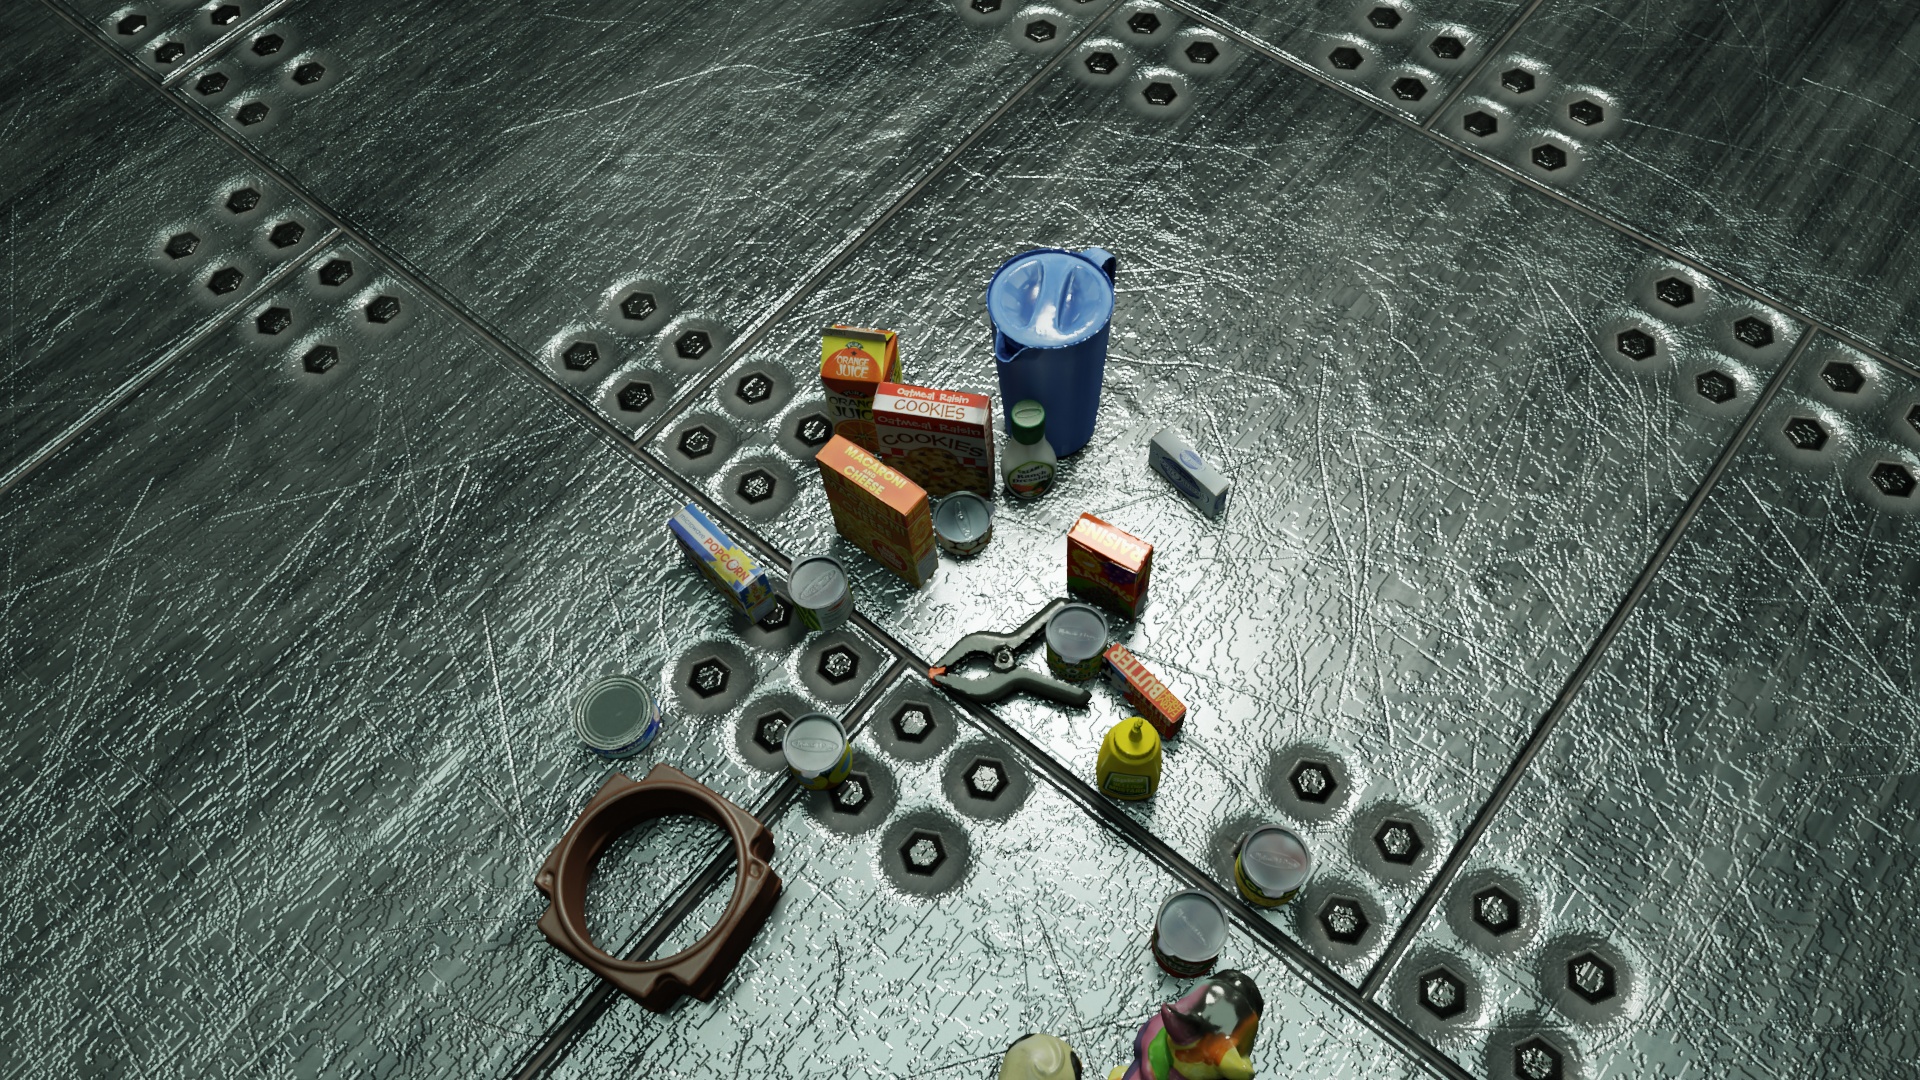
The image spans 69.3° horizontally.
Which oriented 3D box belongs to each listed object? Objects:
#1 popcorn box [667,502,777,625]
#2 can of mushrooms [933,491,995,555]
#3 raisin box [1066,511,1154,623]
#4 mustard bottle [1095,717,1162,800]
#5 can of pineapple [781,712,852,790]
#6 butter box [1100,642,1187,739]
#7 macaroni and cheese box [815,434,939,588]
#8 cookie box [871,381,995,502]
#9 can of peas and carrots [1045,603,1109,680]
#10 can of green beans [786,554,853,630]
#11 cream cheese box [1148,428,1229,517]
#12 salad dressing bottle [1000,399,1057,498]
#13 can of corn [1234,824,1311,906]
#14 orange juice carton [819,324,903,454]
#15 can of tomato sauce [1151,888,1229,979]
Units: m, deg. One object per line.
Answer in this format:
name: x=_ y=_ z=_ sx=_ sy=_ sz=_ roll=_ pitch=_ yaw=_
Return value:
popcorn box: x=-0.261 y=0.025 z=1.523 sx=0.038 sy=0.085 sz=0.127 roll=-41 pitch=66 yaw=-18
can of mushrooms: x=0.006 y=-0.020 z=1.562 sx=0.071 sy=0.033 sz=0.071 roll=-1 pitch=61 yaw=3
raisin box: x=0.157 y=0.030 z=1.474 sx=0.086 sy=0.123 sz=0.040 roll=29 pitch=67 yaw=18
mustard bottle: x=0.166 y=0.208 z=1.353 sx=0.065 sy=0.159 sz=0.049 roll=5 pitch=62 yaw=6
can of pineapple: x=-0.147 y=0.218 z=1.424 sx=0.071 sy=0.057 sz=0.071 roll=-1 pitch=61 yaw=3
butter box: x=0.190 y=0.156 z=1.441 sx=0.024 sy=0.053 sz=0.104 roll=-39 pitch=66 yaw=-17
macaroni and cheese box: x=-0.087 y=-0.030 z=1.498 sx=0.124 sy=0.165 sz=0.040 roll=33 pitch=68 yaw=20
cookie box: x=-0.026 y=-0.107 z=1.537 sx=0.123 sy=0.166 sz=0.040 roll=8 pitch=62 yaw=8
can of peas and carrots: x=0.123 y=0.110 z=1.468 sx=0.071 sy=0.058 sz=0.071 roll=-1 pitch=61 yaw=3
can of green beans: x=-0.152 y=0.057 z=1.515 sx=0.071 sy=0.057 sz=0.071 roll=-1 pitch=61 yaw=3
cream cheese box: x=0.257 y=-0.076 z=1.567 sx=0.024 sy=0.053 sz=0.104 roll=-38 pitch=65 yaw=-16
salad dressing bottle: x=0.075 y=-0.101 z=1.538 sx=0.064 sy=0.147 sz=0.044 roll=-9 pitch=61 yaw=-1
can of corn: x=0.301 y=0.317 z=1.342 sx=0.071 sy=0.058 sz=0.071 roll=-1 pitch=61 yaw=3
orange juice carton: x=-0.109 y=-0.179 z=1.567 sx=0.072 sy=0.191 sz=0.073 roll=8 pitch=62 yaw=8
can of tomato sauce: x=0.213 y=0.372 z=1.302 sx=0.071 sy=0.082 sz=0.071 roll=-1 pitch=61 yaw=3
